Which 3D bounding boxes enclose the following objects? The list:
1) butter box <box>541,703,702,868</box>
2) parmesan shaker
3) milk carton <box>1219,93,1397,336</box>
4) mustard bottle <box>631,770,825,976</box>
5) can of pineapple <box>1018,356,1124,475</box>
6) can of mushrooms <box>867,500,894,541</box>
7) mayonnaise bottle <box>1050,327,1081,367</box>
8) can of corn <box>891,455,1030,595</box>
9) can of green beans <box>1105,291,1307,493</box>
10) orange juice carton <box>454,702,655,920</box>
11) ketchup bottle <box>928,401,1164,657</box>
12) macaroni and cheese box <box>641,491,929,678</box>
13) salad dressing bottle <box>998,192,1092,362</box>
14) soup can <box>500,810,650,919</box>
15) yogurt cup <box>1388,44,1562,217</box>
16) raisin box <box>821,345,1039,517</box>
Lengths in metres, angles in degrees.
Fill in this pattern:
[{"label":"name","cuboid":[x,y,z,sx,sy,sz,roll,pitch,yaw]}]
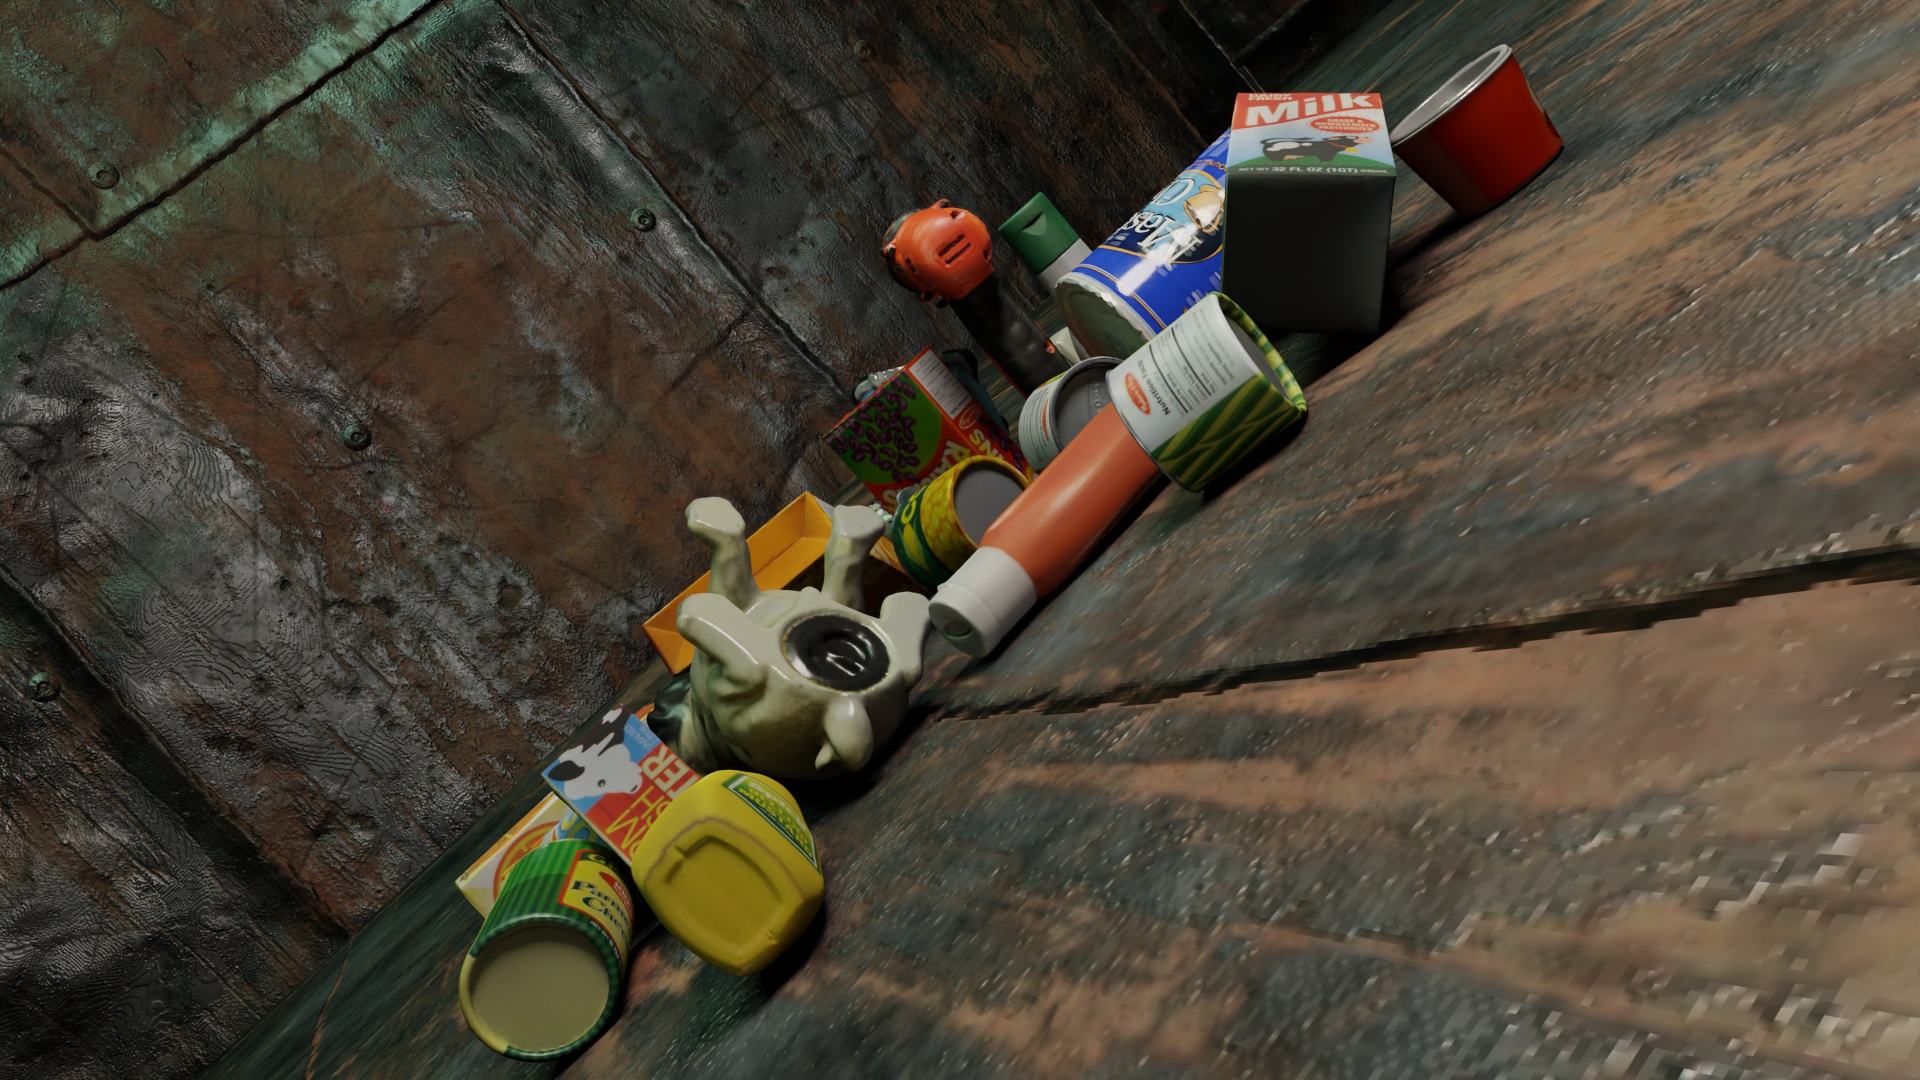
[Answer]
[{"label":"butter box","cuboid":[-0.149,0.129,0.670,0.053,0.104,0.024,-44,-30,-20]},{"label":"parmesan shaker","cuboid":[-0.181,0.185,0.627,0.071,0.071,0.103,-42,10,-4]},{"label":"milk carton","cuboid":[0.166,-0.168,0.670,0.072,0.073,0.191,3,31,11]},{"label":"mustard bottle","cuboid":[-0.086,0.118,0.536,0.049,0.065,0.160,-46,4,-4]},{"label":"can of pineapple","cuboid":[0.072,-0.062,0.757,0.071,0.071,0.058,-43,7,-13]},{"label":"can of mushrooms","cuboid":[-0.048,0.008,0.957,0.033,0.071,0.071,-43,8,-15]},{"label":"mayonnaise bottle","cuboid":[0.114,-0.151,1.069,0.041,0.064,0.149,-36,6,42]},{"label":"can of corn","cuboid":[0.003,-0.010,0.778,0.058,0.071,0.071,-32,12,49]},{"label":"can of green beans","cuboid":[0.105,-0.063,0.590,0.057,0.071,0.071,-37,8,23]},{"label":"orange juice carton","cuboid":[-0.195,0.157,0.812,0.193,0.073,0.071,-44,7,-24]},{"label":"ketchup bottle","cuboid":[0.045,-0.008,0.662,0.149,0.043,0.064,-45,8,-26]},{"label":"macaroni and cheese box","cuboid":[-0.098,0.039,0.841,0.123,0.040,0.166,-39,-19,6]},{"label":"salad dressing bottle","cuboid":[0.084,-0.149,0.867,0.064,0.147,0.044,-42,7,2]},{"label":"soup can","cuboid":[-0.186,0.169,0.719,0.084,0.071,0.071,-42,7,2]},{"label":"yogurt cup","cuboid":[0.245,-0.190,0.656,0.072,0.054,0.072,-41,7,7]},{"label":"raisin box","cuboid":[-0.013,-0.046,0.862,0.085,0.123,0.040,-36,10,37]}]
